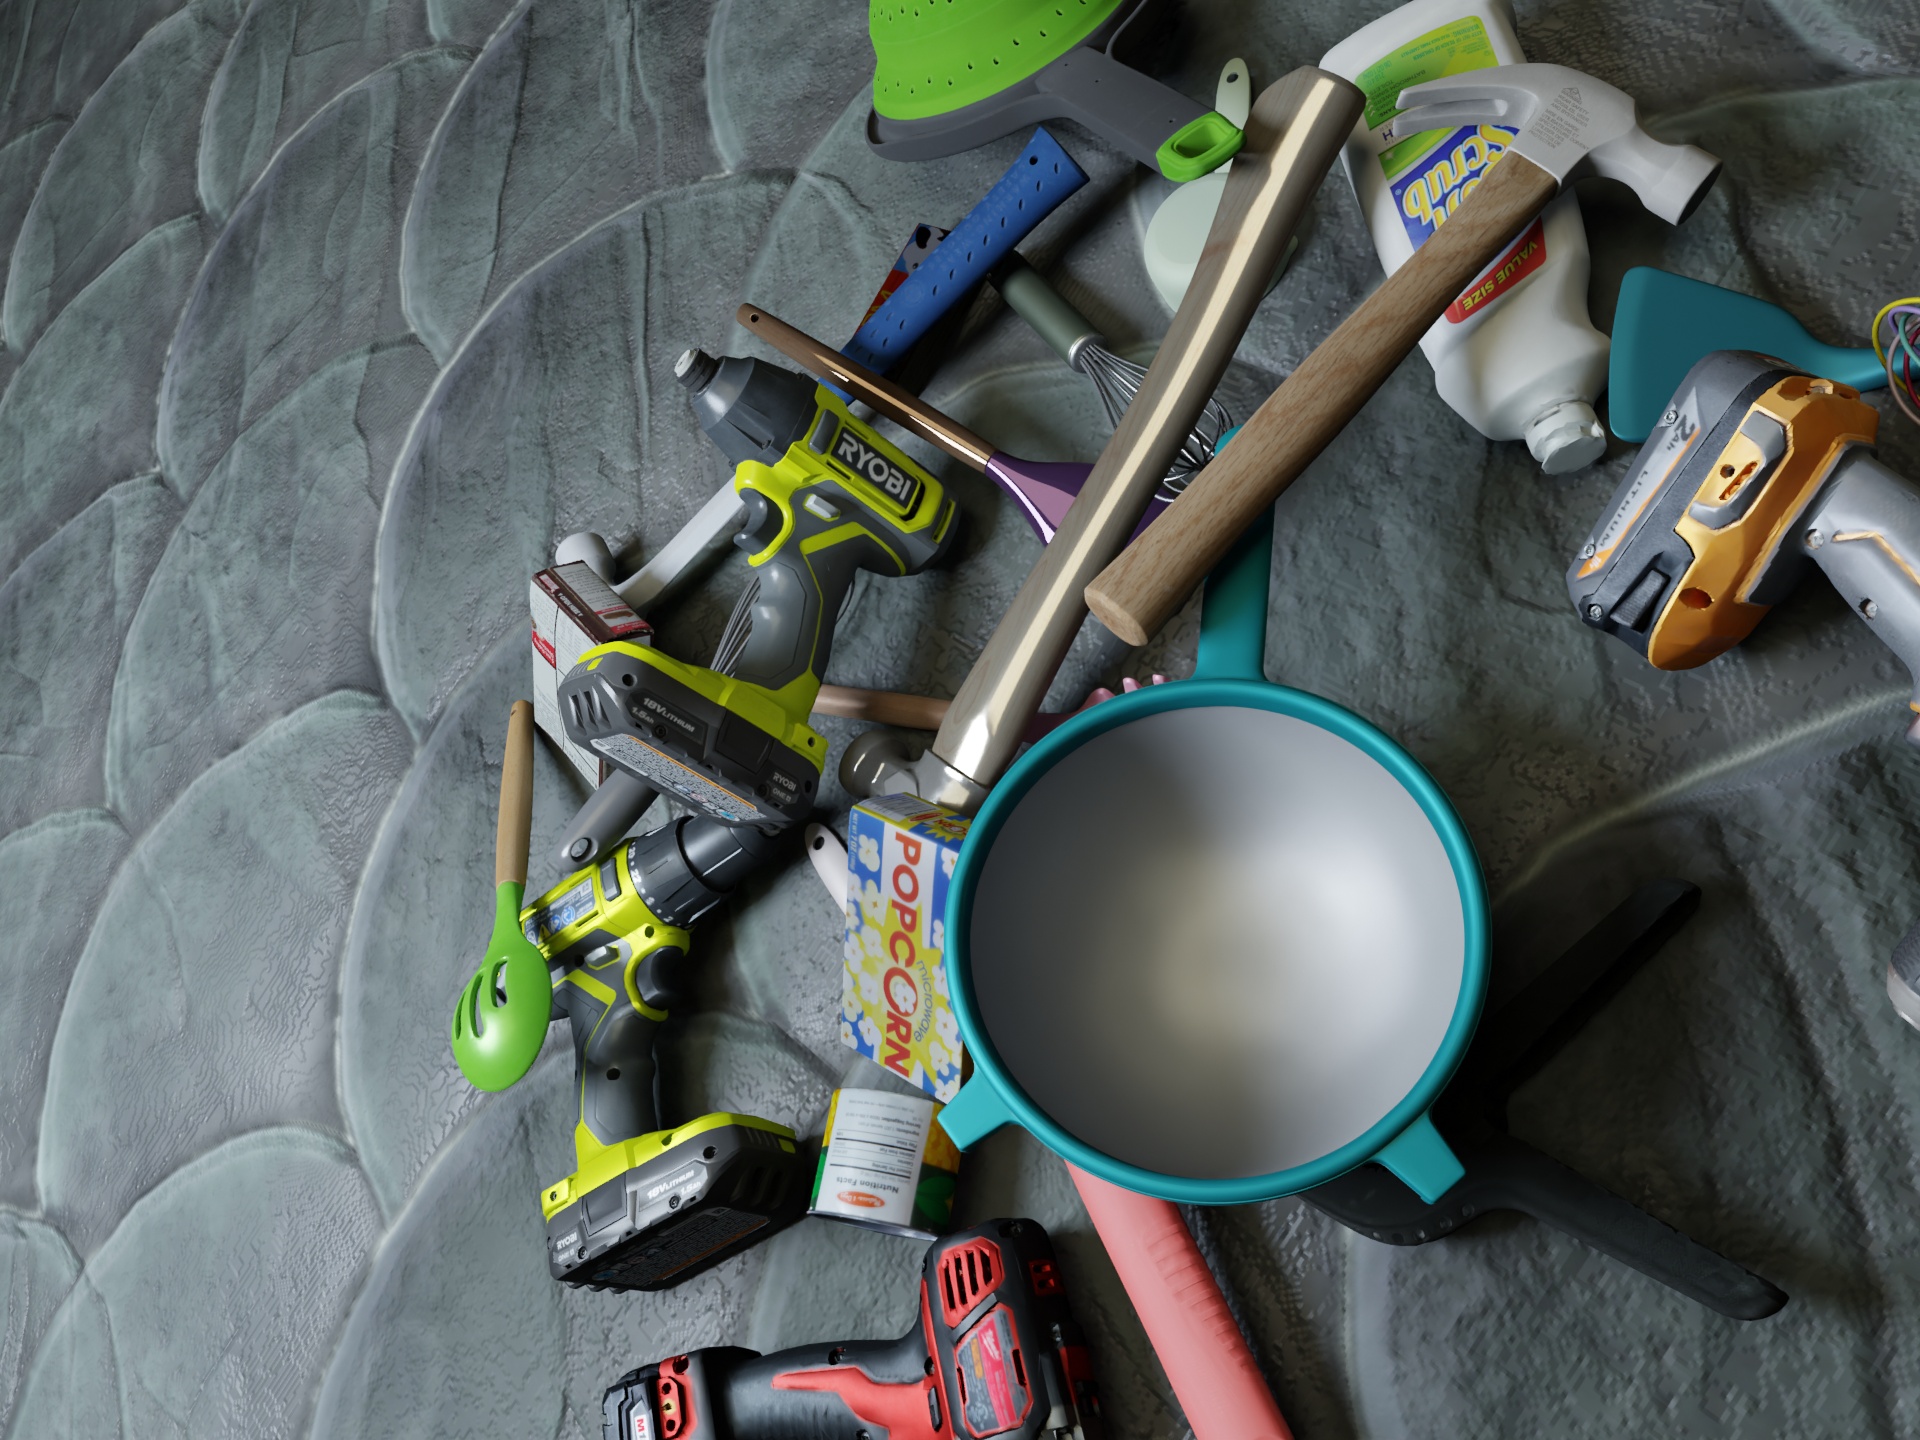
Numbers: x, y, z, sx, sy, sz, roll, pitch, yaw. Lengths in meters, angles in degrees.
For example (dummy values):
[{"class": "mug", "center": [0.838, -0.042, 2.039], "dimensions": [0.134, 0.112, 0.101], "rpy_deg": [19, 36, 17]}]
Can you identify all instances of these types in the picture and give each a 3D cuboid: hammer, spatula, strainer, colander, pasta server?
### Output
[{"class": "hammer", "center": [0.173, -0.161, 0.687], "dimensions": [0.130, 0.031, 0.331], "rpy_deg": [41, 81, 19]}, {"class": "hammer", "center": [0.085, -0.111, 0.756], "dimensions": [0.146, 0.038, 0.410], "rpy_deg": [34, 100, 38]}, {"class": "hammer", "center": [-0.081, -0.178, 0.933], "dimensions": [0.405, 0.035, 0.144], "rpy_deg": [-42, 58, 17]}, {"class": "spatula", "center": [-0.001, -0.154, 0.860], "dimensions": [0.316, 0.018, 0.060], "rpy_deg": [33, 90, 20]}, {"class": "strainer", "center": [0.114, 0.038, 0.679], "dimensions": [0.211, 0.095, 0.341], "rpy_deg": [2, 65, 15]}, {"class": "colander", "center": [0.040, -0.379, 0.852], "dimensions": [0.204, 0.094, 0.398], "rpy_deg": [-34, 38, 2]}, {"class": "hammer", "center": [0.098, 0.276, 0.638], "dimensions": [0.149, 0.036, 0.359], "rpy_deg": [-36, 60, 15]}, {"class": "spatula", "center": [0.425, -0.148, 0.617], "dimensions": [0.317, 0.044, 0.082], "rpy_deg": [2, 75, 32]}, {"class": "pasta server", "center": [-0.001, -0.003, 0.833], "dimensions": [0.316, 0.040, 0.060], "rpy_deg": [8, 83, 36]}]

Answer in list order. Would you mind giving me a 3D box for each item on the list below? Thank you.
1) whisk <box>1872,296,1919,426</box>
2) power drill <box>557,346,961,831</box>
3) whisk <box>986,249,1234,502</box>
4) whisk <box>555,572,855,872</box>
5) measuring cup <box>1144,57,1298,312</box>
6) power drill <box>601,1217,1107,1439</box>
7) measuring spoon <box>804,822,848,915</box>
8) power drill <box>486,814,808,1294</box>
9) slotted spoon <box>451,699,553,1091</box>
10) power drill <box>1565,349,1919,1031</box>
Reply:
[{"class": "whisk", "center": [0.435, -0.078, 0.565], "dimensions": [0.245, 0.051, 0.047], "rpy_deg": [45, 140, 23]}, {"class": "power drill", "center": [-0.108, -0.071, 0.824], "dimensions": [0.080, 0.171, 0.223], "rpy_deg": [-12, 51, 54]}, {"class": "whisk", "center": [0.075, -0.195, 0.862], "dimensions": [0.057, 0.059, 0.247], "rpy_deg": [-56, 45, 23]}, {"class": "whisk", "center": [-0.143, -0.010, 0.888], "dimensions": [0.055, 0.055, 0.239], "rpy_deg": [29, 73, 37]}, {"class": "measuring cup", "center": [0.140, -0.299, 0.865], "dimensions": [0.083, 0.038, 0.168], "rpy_deg": [-4, 70, 31]}, {"class": "power drill", "center": [-0.038, 0.339, 0.693], "dimensions": [0.226, 0.080, 0.188], "rpy_deg": [-25, 59, 18]}, {"class": "measuring spoon", "center": [-0.057, 0.097, 0.839], "dimensions": [0.034, 0.018, 0.124], "rpy_deg": [-44, 53, 10]}, {"class": "power drill", "center": [-0.157, 0.162, 0.841], "dimensions": [0.190, 0.080, 0.229], "rpy_deg": [-32, 54, 19]}, {"class": "slotted spoon", "center": [-0.258, 0.081, 0.908], "dimensions": [0.070, 0.031, 0.314], "rpy_deg": [-37, 34, 15]}, {"class": "power drill", "center": [0.336, -0.013, 0.580], "dimensions": [0.226, 0.084, 0.185], "rpy_deg": [47, 126, 39]}]
